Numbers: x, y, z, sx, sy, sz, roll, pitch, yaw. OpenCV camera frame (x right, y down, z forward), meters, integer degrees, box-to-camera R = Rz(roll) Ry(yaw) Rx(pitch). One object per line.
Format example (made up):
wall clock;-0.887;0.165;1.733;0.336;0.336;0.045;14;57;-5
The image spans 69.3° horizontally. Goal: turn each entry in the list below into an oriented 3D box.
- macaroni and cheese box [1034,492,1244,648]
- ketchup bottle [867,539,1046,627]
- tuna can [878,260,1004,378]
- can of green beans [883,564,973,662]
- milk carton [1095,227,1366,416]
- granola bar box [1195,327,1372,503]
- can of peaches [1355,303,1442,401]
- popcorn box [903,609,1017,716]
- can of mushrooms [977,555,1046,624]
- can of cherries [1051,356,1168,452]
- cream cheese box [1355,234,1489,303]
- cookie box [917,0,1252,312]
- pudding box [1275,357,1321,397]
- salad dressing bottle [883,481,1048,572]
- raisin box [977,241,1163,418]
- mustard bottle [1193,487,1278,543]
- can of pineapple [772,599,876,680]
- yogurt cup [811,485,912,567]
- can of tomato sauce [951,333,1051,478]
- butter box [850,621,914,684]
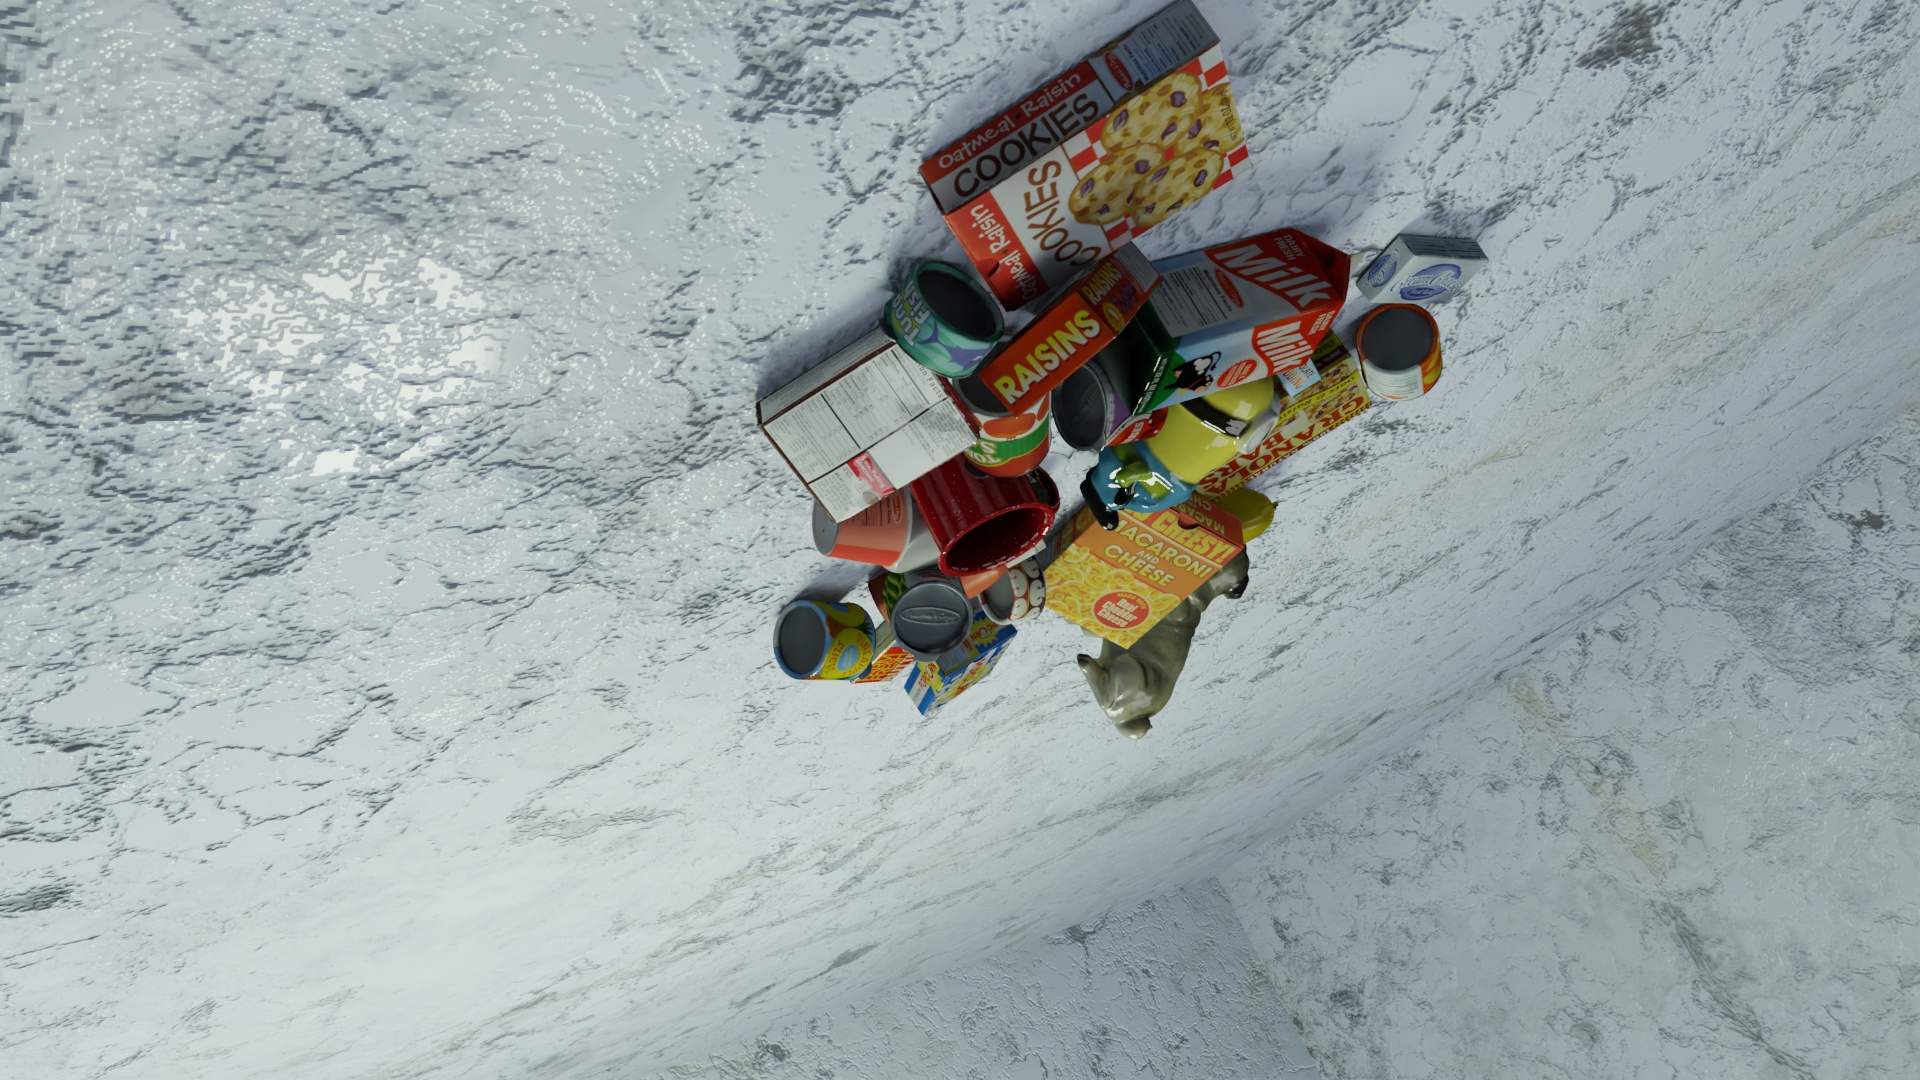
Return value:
macaroni and cheese box;0.151;0.016;1.237;0.123;0.040;0.165;28;131;-19
ketchup bottle;-0.001;0.025;1.170;0.149;0.044;0.064;-28;146;2
tuna can;-0.011;-0.131;0.816;0.071;0.071;0.032;-2;145;-43
can of green beans;-0.027;0.052;1.114;0.071;0.058;0.071;-3;111;-8
milk carton;0.191;-0.156;0.960;0.191;0.073;0.072;-18;155;-19
granola bar box;0.259;-0.104;1.180;0.165;0.039;0.124;-33;155;13
can of peaches;0.362;-0.158;1.145;0.071;0.071;0.058;-31;155;10
popcorn box;-0.002;0.115;1.327;0.085;0.038;0.126;-30;165;-23
can of mushrooms;0.043;0.038;1.218;0.033;0.071;0.070;-11;152;-29
can of cherries;0.108;-0.098;0.996;0.058;0.072;0.071;-12;152;-31
cream cheese box;0.361;-0.211;1.084;0.104;0.024;0.053;-7;148;-38
cookie box;0.074;-0.208;0.776;0.167;0.040;0.122;-30;156;8
pudding box;0.245;-0.148;1.061;0.030;0.050;0.083;-31;155;14
salad dressing bottle;0.004;-0.014;1.099;0.148;0.044;0.064;-14;149;-28
raisin box;0.069;-0.132;0.851;0.085;0.040;0.124;-37;-172;32
mustard bottle;0.253;-0.021;1.314;0.161;0.065;0.048;-8;146;-43
can of pineapple;-0.111;0.083;1.146;0.070;0.071;0.058;-40;153;28
yogurt cup;-0.072;-0.015;0.991;0.054;0.073;0.072;3;145;-27
can of tomato sauce;0.027;-0.089;0.938;0.071;0.071;0.082;-23;155;-8
butter box;-0.059;0.096;1.280;0.053;0.024;0.103;0;145;-44
